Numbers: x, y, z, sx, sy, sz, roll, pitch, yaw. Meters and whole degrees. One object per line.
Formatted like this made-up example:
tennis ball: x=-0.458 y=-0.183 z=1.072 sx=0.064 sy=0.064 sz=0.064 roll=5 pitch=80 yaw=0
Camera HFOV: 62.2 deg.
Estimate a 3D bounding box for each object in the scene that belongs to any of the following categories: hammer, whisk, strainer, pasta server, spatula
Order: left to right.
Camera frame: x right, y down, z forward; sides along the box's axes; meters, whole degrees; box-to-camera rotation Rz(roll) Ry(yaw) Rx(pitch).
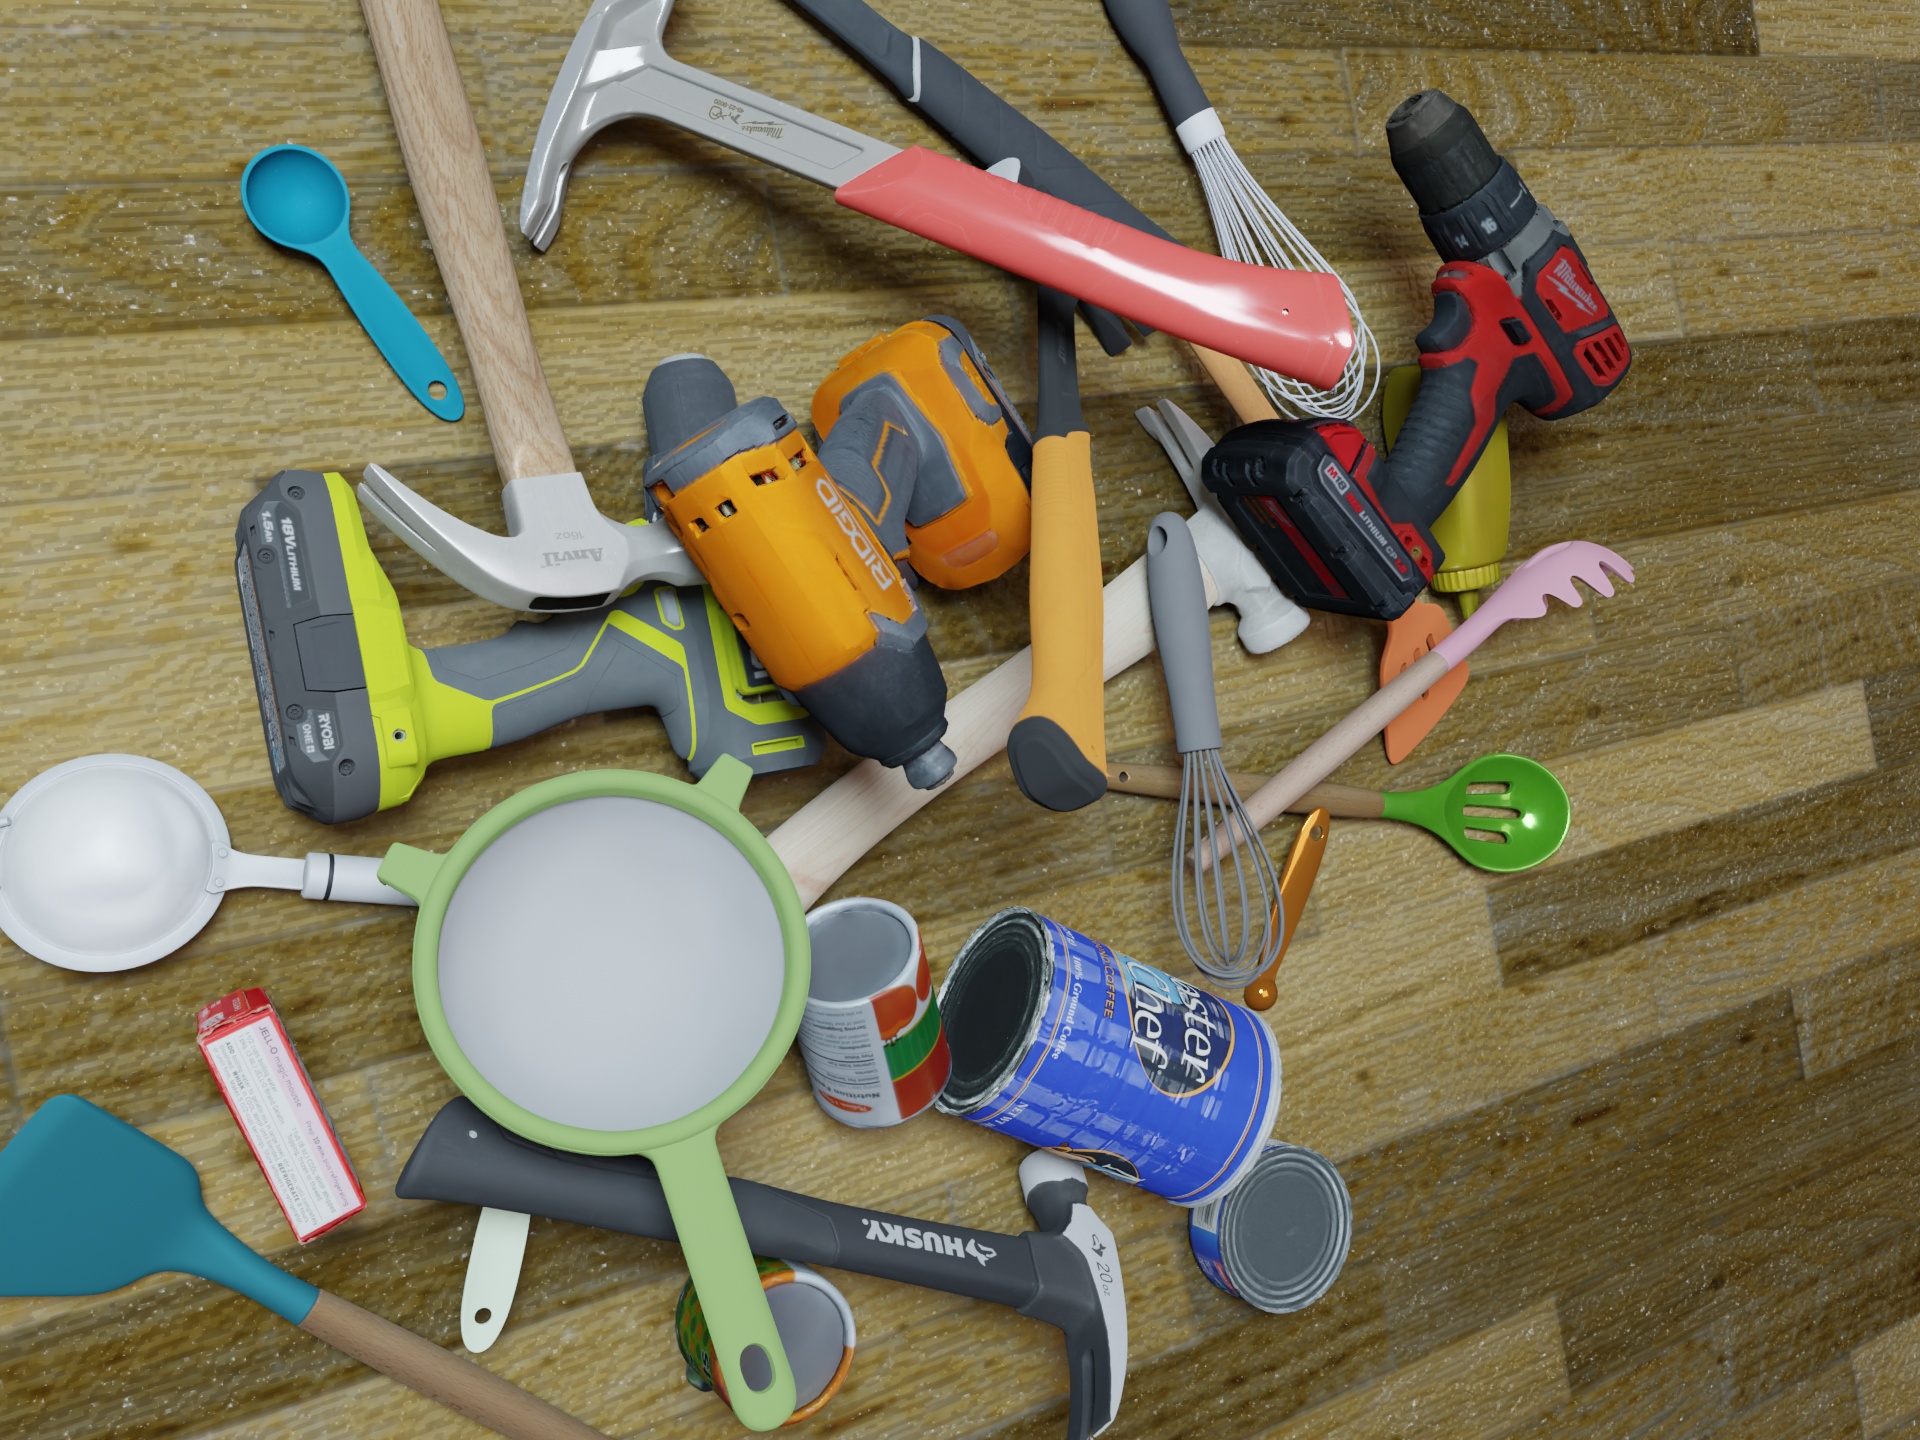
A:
strainer: x=-0.268 y=0.060 z=0.642 sx=0.258 sy=0.050 sz=0.087 roll=9 pitch=69 yaw=-29
spatula: x=-0.241 y=0.254 z=0.640 sx=0.317 sy=0.044 sz=0.082 roll=38 pitch=79 yaw=-21
hammer: x=-0.203 y=-0.199 z=0.646 sx=0.130 sy=0.031 sz=0.331 roll=-12 pitch=78 yaw=-32
strainer: x=-0.121 y=0.148 z=0.625 sx=0.151 sy=0.069 sz=0.256 roll=-16 pitch=76 yaw=-24
hammer: x=-0.070 y=0.219 z=0.673 sx=0.334 sy=0.146 sz=0.035 roll=21 pitch=122 yaw=-26
hammer: x=-0.038 y=-0.336 z=0.780 sx=0.408 sy=0.036 sz=0.149 roll=32 pitch=73 yaw=-22
hammer: x=-0.006 y=-0.213 z=0.684 sx=0.359 sy=0.036 sz=0.149 roll=23 pitch=92 yaw=4
hammer: x=-0.001 y=-0.002 z=0.777 sx=0.410 sy=0.038 sz=0.146 roll=-37 pitch=101 yaw=-23
hammer: x=0.049 y=-0.104 z=0.710 sx=0.127 sy=0.034 sz=0.337 roll=37 pitch=42 yaw=-38
whisk: x=0.120 y=0.013 z=0.787 sx=0.055 sy=0.055 sz=0.239 roll=-5 pitch=84 yaw=-26
whisk: x=0.144 y=-0.288 z=0.858 sx=0.070 sy=0.070 sz=0.284 roll=-31 pitch=95 yaw=-24
spatula: x=0.189 y=-0.117 z=0.869 sx=0.081 sy=0.041 sz=0.322 roll=-45 pitch=108 yaw=-20
pasta server: x=0.246 y=-0.010 z=0.867 sx=0.316 sy=0.060 sz=0.040 roll=-37 pitch=96 yaw=-16

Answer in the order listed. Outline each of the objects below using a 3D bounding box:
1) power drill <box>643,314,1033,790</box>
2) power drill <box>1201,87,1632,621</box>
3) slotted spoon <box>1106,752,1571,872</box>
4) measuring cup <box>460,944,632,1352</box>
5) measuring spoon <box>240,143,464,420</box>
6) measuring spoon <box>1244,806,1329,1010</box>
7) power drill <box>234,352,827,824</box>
power drill: x=-0.028 y=-0.077 z=0.680 sx=0.164 sy=0.084 sz=0.226 roll=57 pitch=29 yaw=-13
power drill: x=0.226 y=-0.183 z=0.805 sx=0.227 sy=0.080 sz=0.187 roll=-47 pitch=114 yaw=-11
slotted spoon: x=0.211 y=0.042 z=0.885 sx=0.313 sy=0.031 sz=0.070 roll=6 pitch=87 yaw=-24
measuring cup: x=-0.190 y=0.177 z=0.674 sx=0.083 sy=0.038 sz=0.167 roll=13 pitch=83 yaw=-25
measuring spoon: x=-0.255 y=-0.182 z=0.676 sx=0.042 sy=0.021 sz=0.128 roll=-42 pitch=114 yaw=-22
measuring spoon: x=0.180 y=0.103 z=0.862 sx=0.021 sy=0.011 sz=0.117 roll=18 pitch=91 yaw=-24
power drill: x=-0.176 y=-0.056 z=0.672 sx=0.228 sy=0.080 sz=0.190 roll=-10 pitch=87 yaw=-29
